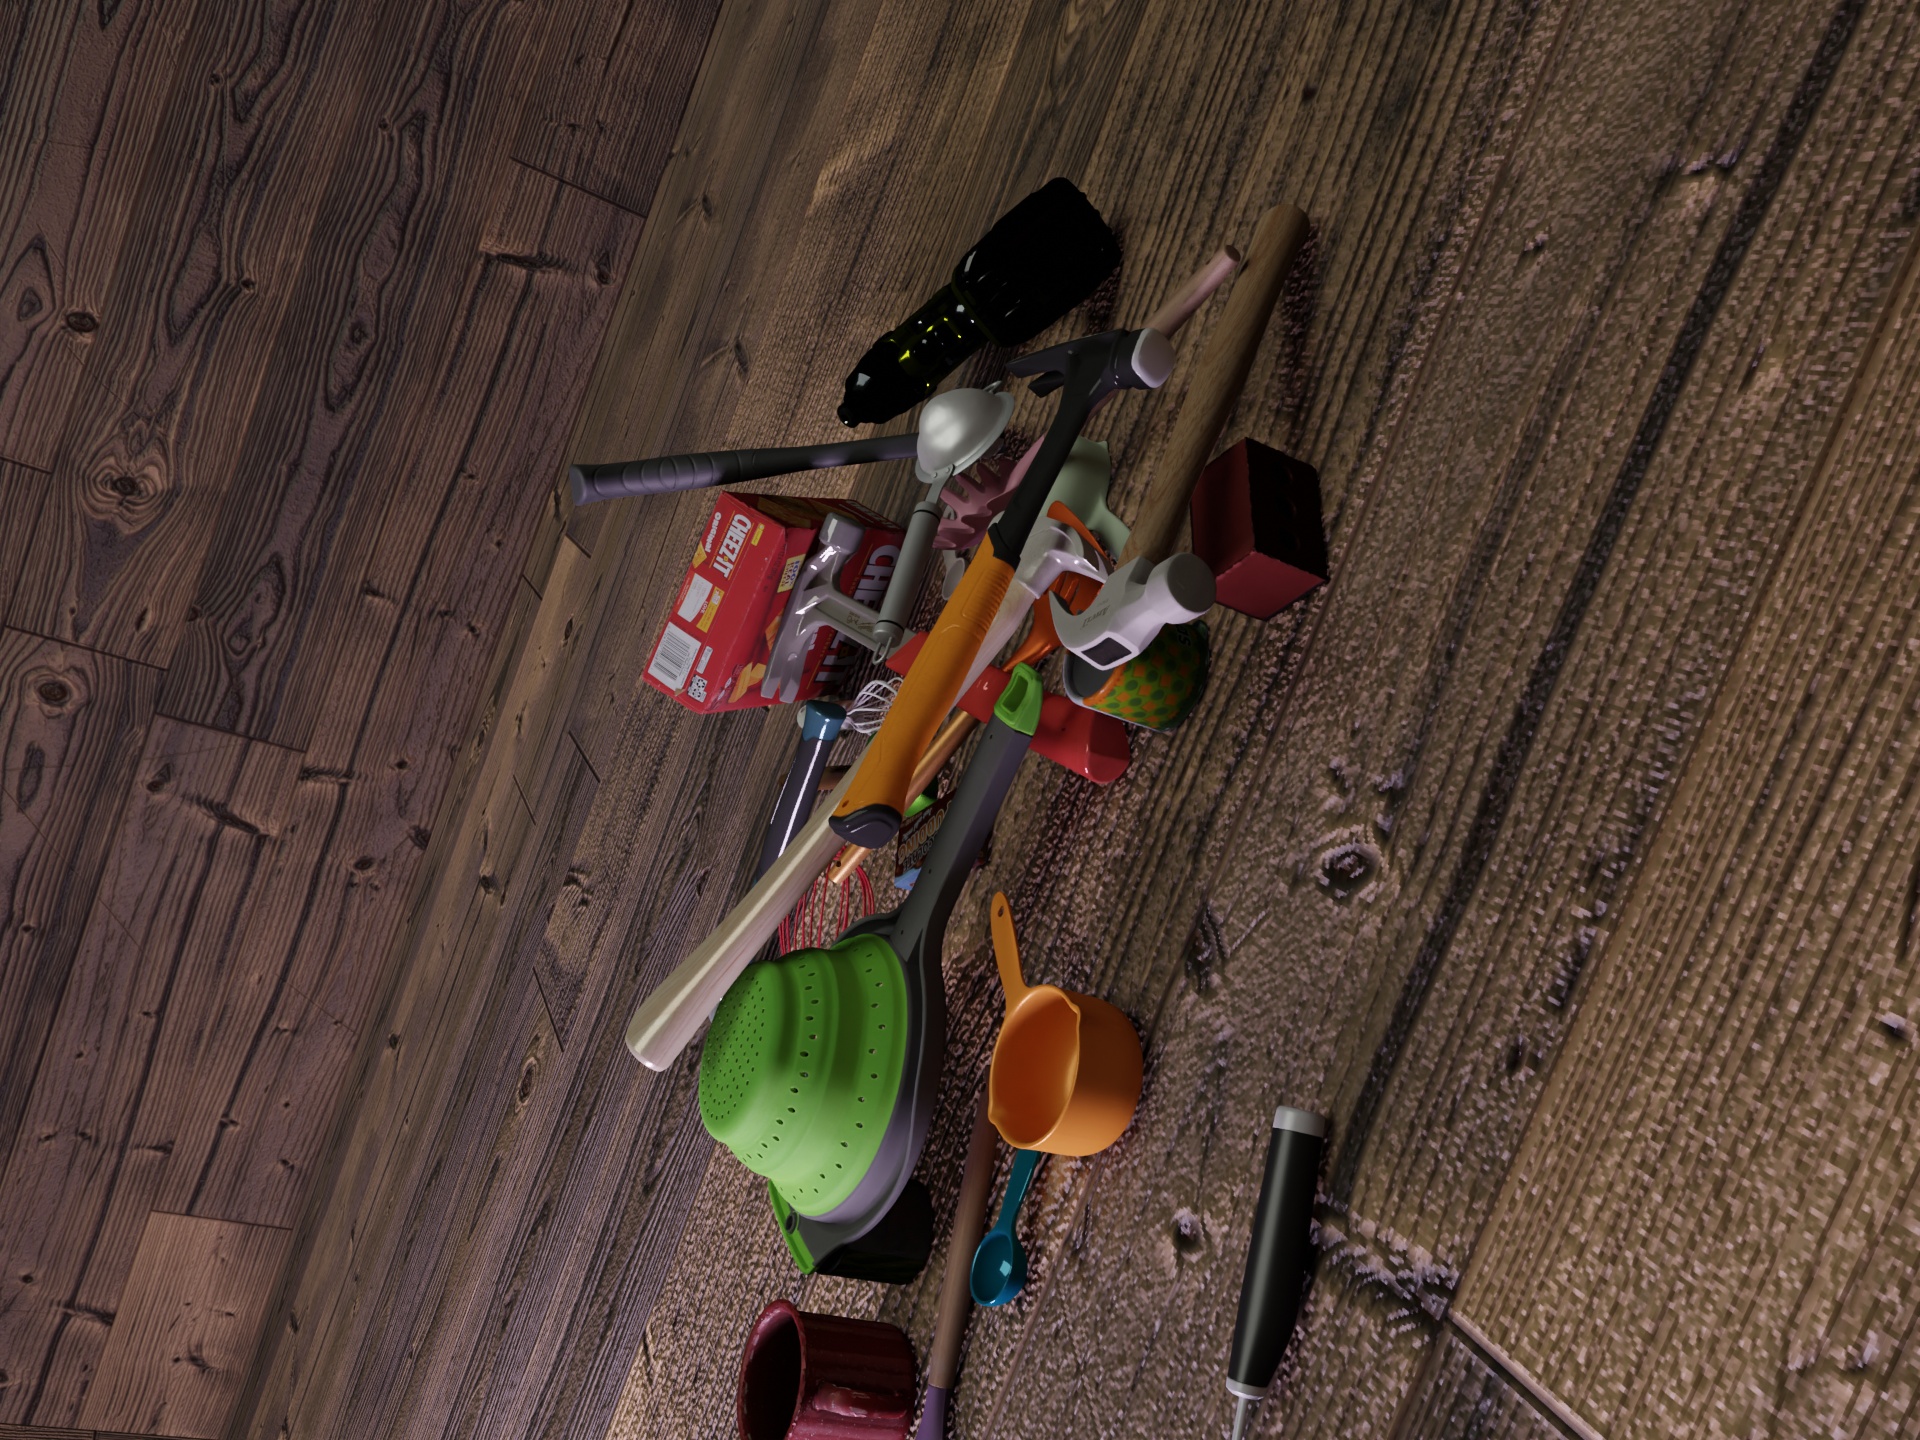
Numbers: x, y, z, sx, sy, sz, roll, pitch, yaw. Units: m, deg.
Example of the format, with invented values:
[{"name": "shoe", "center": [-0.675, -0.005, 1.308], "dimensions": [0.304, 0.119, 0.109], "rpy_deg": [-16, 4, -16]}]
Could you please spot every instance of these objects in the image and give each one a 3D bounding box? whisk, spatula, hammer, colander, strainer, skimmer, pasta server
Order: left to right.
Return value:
[{"name": "hammer", "center": [-0.155, 0.120, 1.298], "dimensions": [0.128, 0.033, 0.330], "rpy_deg": [-113, 38, -52]}, {"name": "hammer", "center": [-0.133, -0.198, 1.212], "dimensions": [0.146, 0.335, 0.035], "rpy_deg": [-90, -6, -81]}, {"name": "whisk", "center": [-0.106, 0.229, 1.162], "dimensions": [0.073, 0.073, 0.296], "rpy_deg": [-19, 63, 59]}, {"name": "colander", "center": [-0.066, 0.137, 0.966], "dimensions": [0.397, 0.094, 0.205], "rpy_deg": [-66, 26, 9]}, {"name": "whisk", "center": [-0.085, -0.004, 1.286], "dimensions": [0.058, 0.059, 0.246], "rpy_deg": [-39, 14, -19]}, {"name": "hammer", "center": [-0.060, 0.047, 0.956], "dimensions": [0.410, 0.038, 0.146], "rpy_deg": [-52, 24, 0]}, {"name": "strainer", "center": [-0.020, -0.145, 1.061], "dimensions": [0.087, 0.050, 0.259], "rpy_deg": [-14, 49, 42]}, {"name": "hammer", "center": [-0.018, -0.028, 1.071], "dimensions": [0.359, 0.036, 0.149], "rpy_deg": [31, 103, 49]}, {"name": "spatula", "center": [-0.008, 0.360, 0.926], "dimensions": [0.060, 0.018, 0.316], "rpy_deg": [-16, 61, 64]}, {"name": "spatula", "center": [-0.002, -0.003, 1.088], "dimensions": [0.322, 0.041, 0.081], "rpy_deg": [-50, 49, 21]}, {"name": "hammer", "center": [0.009, -0.080, 0.915], "dimensions": [0.127, 0.034, 0.337], "rpy_deg": [4, 63, 54]}, {"name": "pasta server", "center": [0.068, -0.199, 1.022], "dimensions": [0.316, 0.040, 0.060], "rpy_deg": [-41, 26, 47]}, {"name": "skimmer", "center": [0.082, 0.341, 0.681], "dimensions": [0.127, 0.090, 0.363], "rpy_deg": [82, -158, -76]}, {"name": "hammer", "center": [0.131, -0.164, 0.866], "dimensions": [0.130, 0.031, 0.331], "rpy_deg": [-30, 30, 55]}]

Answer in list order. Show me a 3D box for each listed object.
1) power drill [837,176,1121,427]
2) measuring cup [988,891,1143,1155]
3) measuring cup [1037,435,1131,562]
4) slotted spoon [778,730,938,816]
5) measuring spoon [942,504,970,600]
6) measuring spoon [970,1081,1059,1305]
[{"name": "power drill", "center": [0.004, -0.302, 1.199], "dimensions": [0.171, 0.080, 0.223], "rpy_deg": [-47, 14, -31]}, {"name": "measuring cup", "center": [0.053, 0.165, 0.895], "dimensions": [0.095, 0.052, 0.174], "rpy_deg": [-56, 28, 30]}, {"name": "measuring cup", "center": [0.078, -0.140, 1.053], "dimensions": [0.083, 0.038, 0.168], "rpy_deg": [-62, 25, 19]}, {"name": "slotted spoon", "center": [-0.094, 0.047, 1.273], "dimensions": [0.070, 0.031, 0.314], "rpy_deg": [66, 157, -7]}, {"name": "measuring spoon", "center": [-0.002, -0.132, 1.239], "dimensions": [0.034, 0.018, 0.124], "rpy_deg": [-55, 24, 31]}, {"name": "measuring spoon", "center": [0.039, 0.269, 0.901], "dimensions": [0.042, 0.021, 0.129], "rpy_deg": [-12, 54, 62]}]
